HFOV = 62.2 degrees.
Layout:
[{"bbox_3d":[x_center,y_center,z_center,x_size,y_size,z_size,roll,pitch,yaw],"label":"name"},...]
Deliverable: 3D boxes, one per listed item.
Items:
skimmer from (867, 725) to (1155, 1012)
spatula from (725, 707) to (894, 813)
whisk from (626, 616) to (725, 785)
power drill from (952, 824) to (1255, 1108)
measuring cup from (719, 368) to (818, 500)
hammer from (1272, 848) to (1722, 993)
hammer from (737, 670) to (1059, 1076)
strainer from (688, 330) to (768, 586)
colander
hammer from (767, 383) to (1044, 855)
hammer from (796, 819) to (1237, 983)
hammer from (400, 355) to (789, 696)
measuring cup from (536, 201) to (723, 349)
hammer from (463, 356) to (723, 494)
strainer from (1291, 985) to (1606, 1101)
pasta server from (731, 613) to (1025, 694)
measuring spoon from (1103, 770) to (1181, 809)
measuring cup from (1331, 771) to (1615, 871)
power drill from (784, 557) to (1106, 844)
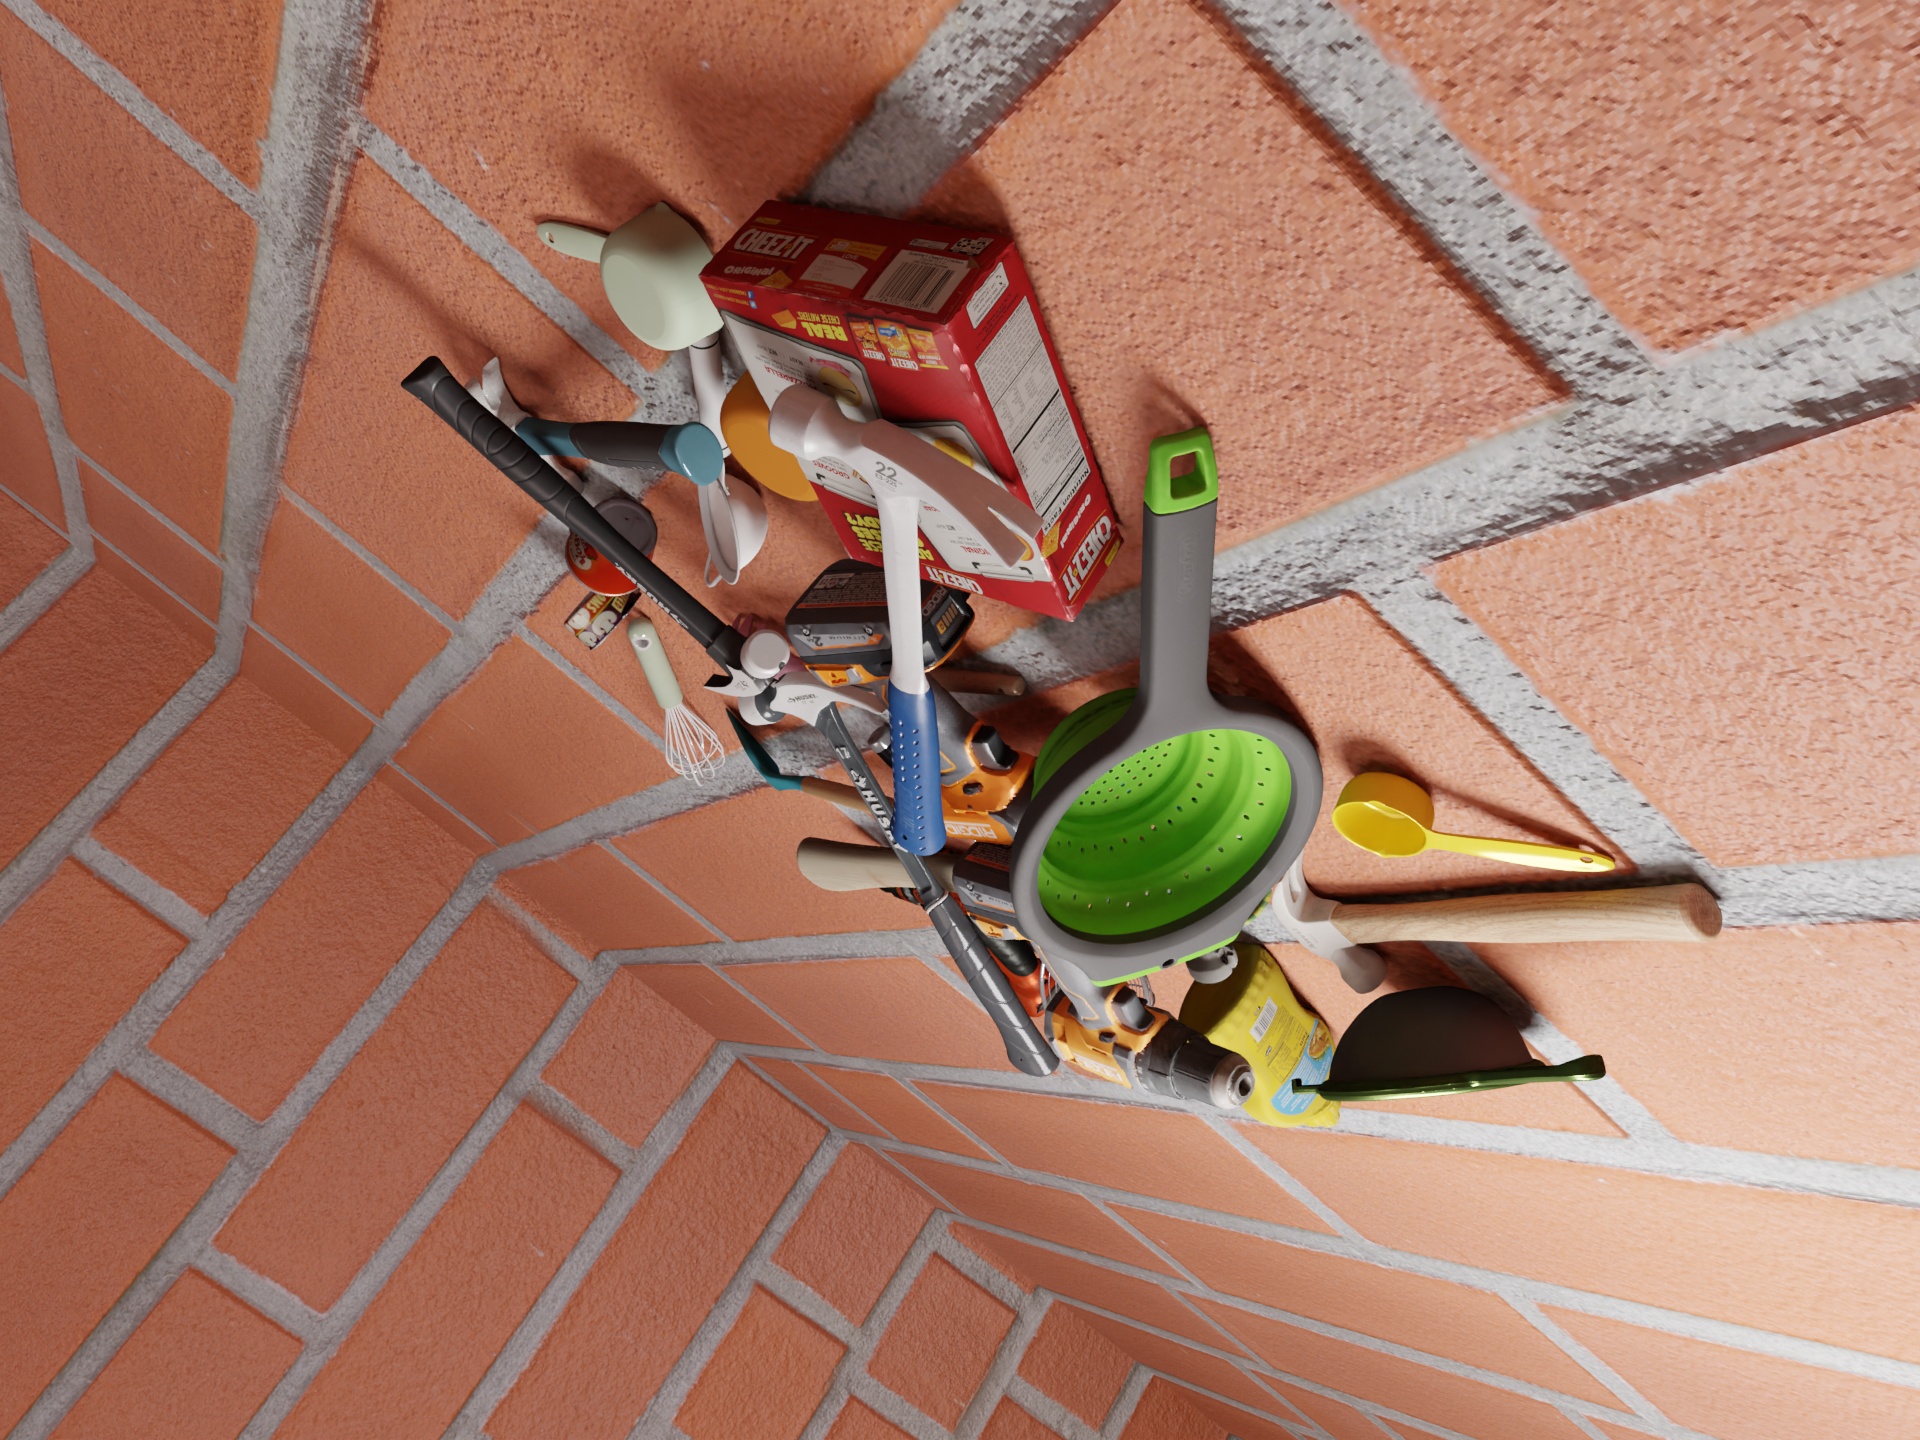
[{"bbox_3d":[0.036,0.153,1.346,0.127,0.090,0.363,-18,124,46],"label":"skimmer"},{"bbox_3d":[-0.112,0.051,1.382,0.318,0.044,0.082,13,147,49],"label":"spatula"},{"bbox_3d":[-0.272,-0.017,1.503,0.058,0.059,0.246,-7,144,3],"label":"whisk"},{"bbox_3d":[0.107,0.185,1.147,0.185,0.084,0.226,11,137,50],"label":"power drill"},{"bbox_3d":[-0.091,-0.147,0.980,0.095,0.052,0.173,21,152,30],"label":"measuring cup"},{"bbox_3d":[0.314,0.121,0.982,0.130,0.031,0.331,41,156,-16],"label":"hammer"},{"bbox_3d":[-0.023,0.129,1.263,0.149,0.036,0.408,-7,122,44],"label":"hammer"},{"bbox_3d":[-0.155,-0.174,1.035,0.258,0.050,0.087,94,153,-58],"label":"strainer"},{"bbox_3d":[0.106,-0.013,0.923,0.095,0.204,0.396,-120,18,-45],"label":"colander"},{"bbox_3d":[-0.026,-0.026,0.936,0.144,0.035,0.405,27,152,16],"label":"hammer"},{"bbox_3d":[0.020,0.120,1.273,0.411,0.038,0.146,3,129,39],"label":"hammer"},{"bbox_3d":[-0.265,-0.137,1.144,0.334,0.035,0.146,42,163,-8],"label":"hammer"},{"bbox_3d":[-0.204,-0.261,0.921,0.168,0.038,0.083,25,142,33],"label":"measuring cup"},{"bbox_3d":[-0.251,-0.191,1.096,0.331,0.033,0.128,17,151,53],"label":"hammer"},{"bbox_3d":[0.328,0.205,1.032,0.151,0.069,0.256,-4,167,-15],"label":"strainer"},{"bbox_3d":[-0.072,-0.042,1.202,0.316,0.040,0.060,6,144,42],"label":"pasta server"},{"bbox_3d":[0.128,0.042,1.109,0.128,0.021,0.042,23,161,5],"label":"measuring spoon"},{"bbox_3d":[0.293,0.060,0.912,0.156,0.029,0.062,9,148,25],"label":"measuring cup"},{"bbox_3d":[-0.002,-0.003,1.074,0.164,0.084,0.226,2,135,43],"label":"power drill"}]
